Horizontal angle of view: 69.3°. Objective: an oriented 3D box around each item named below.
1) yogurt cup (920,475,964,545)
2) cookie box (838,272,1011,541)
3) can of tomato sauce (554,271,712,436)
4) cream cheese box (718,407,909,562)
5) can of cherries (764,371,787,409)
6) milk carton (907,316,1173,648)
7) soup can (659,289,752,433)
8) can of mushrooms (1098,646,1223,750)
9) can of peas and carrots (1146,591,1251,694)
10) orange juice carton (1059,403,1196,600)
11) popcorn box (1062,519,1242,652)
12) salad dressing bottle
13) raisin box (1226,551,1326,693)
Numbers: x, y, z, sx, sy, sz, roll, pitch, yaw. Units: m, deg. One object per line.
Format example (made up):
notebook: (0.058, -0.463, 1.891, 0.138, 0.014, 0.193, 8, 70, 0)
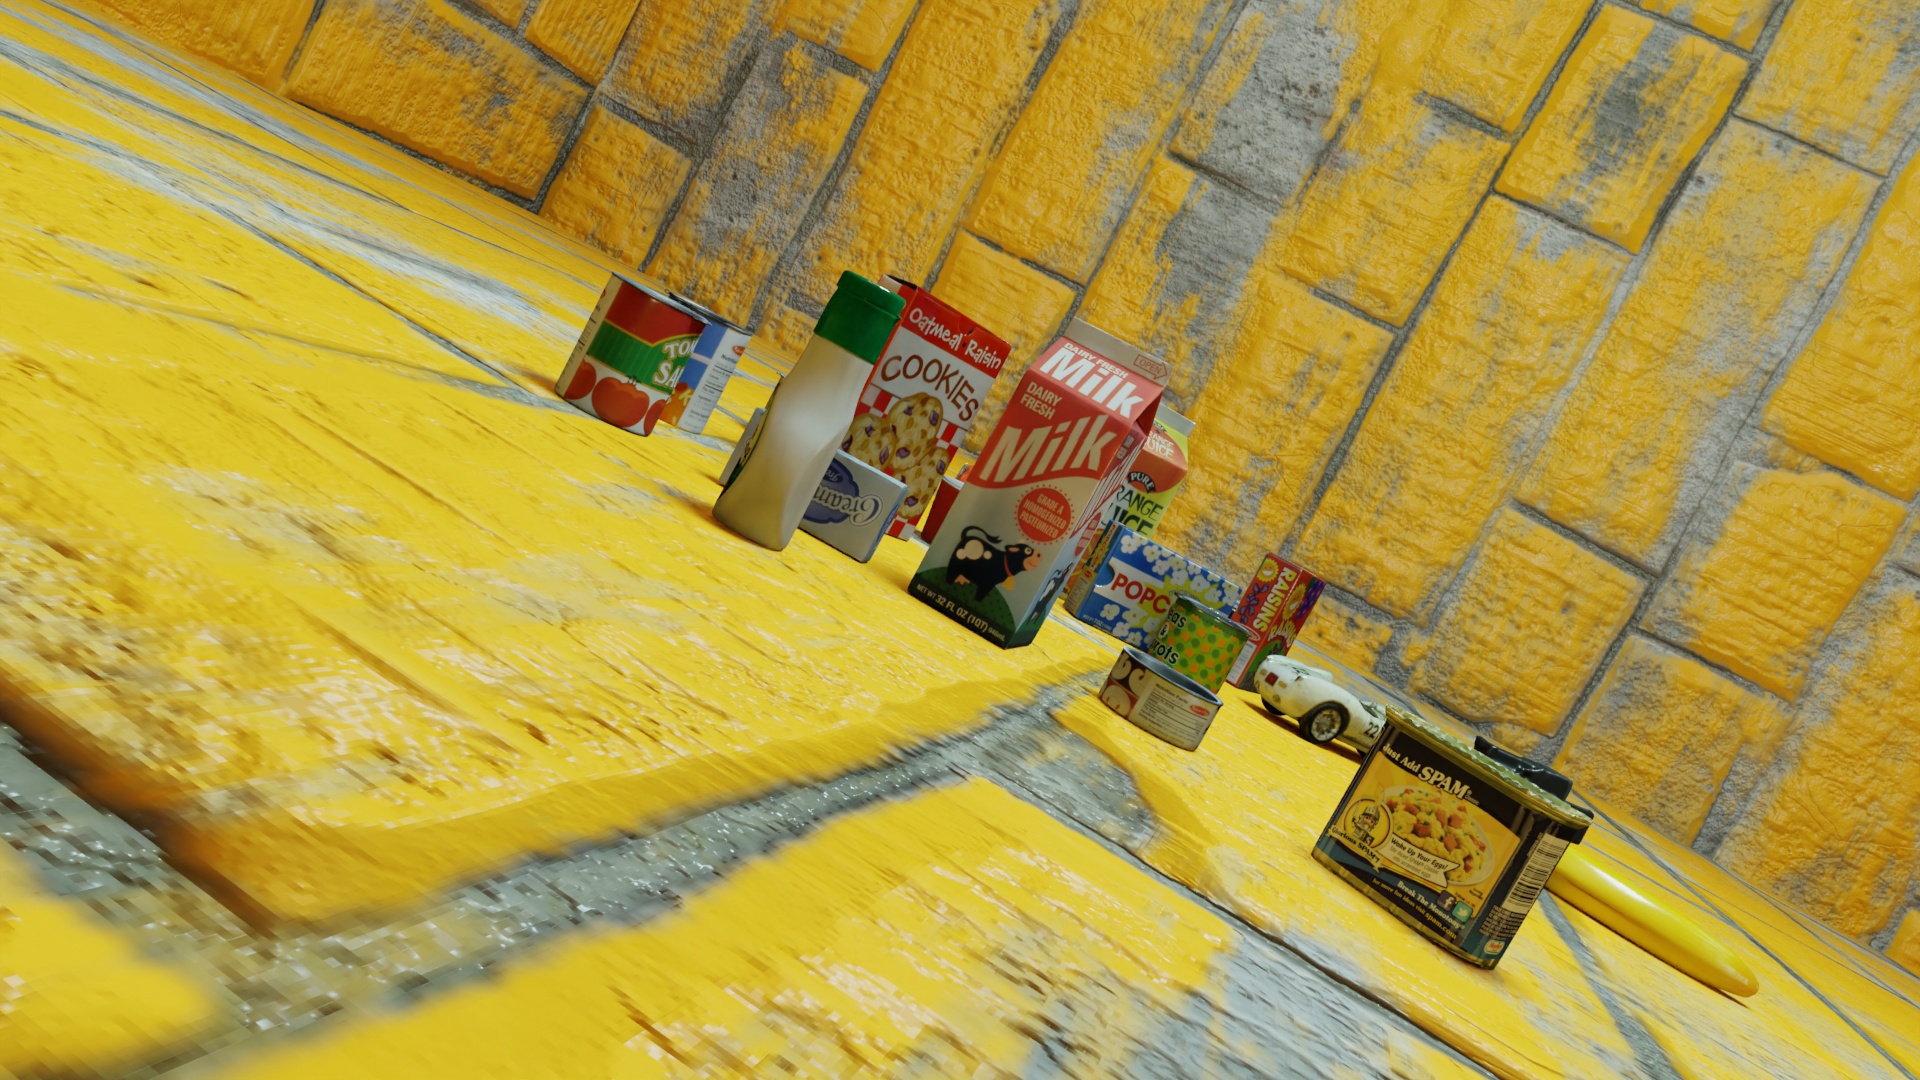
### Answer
yogurt cup: (0.004, -0.014, 1.115, 0.072, 0.054, 0.072, 28, 5, -3)
cookie box: (-0.045, -0.091, 0.993, 0.040, 0.167, 0.123, 32, 6, 36)
can of tomato sauce: (-0.205, -0.115, 0.871, 0.071, 0.083, 0.071, 28, 5, -3)
cream cheese box: (-0.089, -0.034, 0.843, 0.104, 0.053, 0.024, 29, 5, 5)
can of cherries: (-0.142, -0.106, 1.215, 0.071, 0.058, 0.071, 28, 5, -3)
milk carton: (0.051, -0.035, 0.829, 0.072, 0.190, 0.073, 30, 5, 14)
soup can: (-0.202, -0.130, 1.013, 0.071, 0.083, 0.071, 28, 5, -3)
can of mushrooms: (0.116, 0.091, 0.810, 0.071, 0.033, 0.071, 28, 5, -3)
can of peas and carrots: (0.189, 0.082, 1.114, 0.071, 0.058, 0.071, 28, 5, -3)
orange juice carton: (0.136, -0.036, 1.234, 0.072, 0.192, 0.073, 27, 5, -17)
popcorn box: (0.161, 0.048, 1.156, 0.126, 0.085, 0.038, 26, 5, -19)
salad dressing bottle: (-0.078, -0.069, 0.729, 0.044, 0.147, 0.064, 28, 5, -1)
raisin box: (0.283, 0.077, 1.284, 0.040, 0.123, 0.086, 31, 6, 32)
